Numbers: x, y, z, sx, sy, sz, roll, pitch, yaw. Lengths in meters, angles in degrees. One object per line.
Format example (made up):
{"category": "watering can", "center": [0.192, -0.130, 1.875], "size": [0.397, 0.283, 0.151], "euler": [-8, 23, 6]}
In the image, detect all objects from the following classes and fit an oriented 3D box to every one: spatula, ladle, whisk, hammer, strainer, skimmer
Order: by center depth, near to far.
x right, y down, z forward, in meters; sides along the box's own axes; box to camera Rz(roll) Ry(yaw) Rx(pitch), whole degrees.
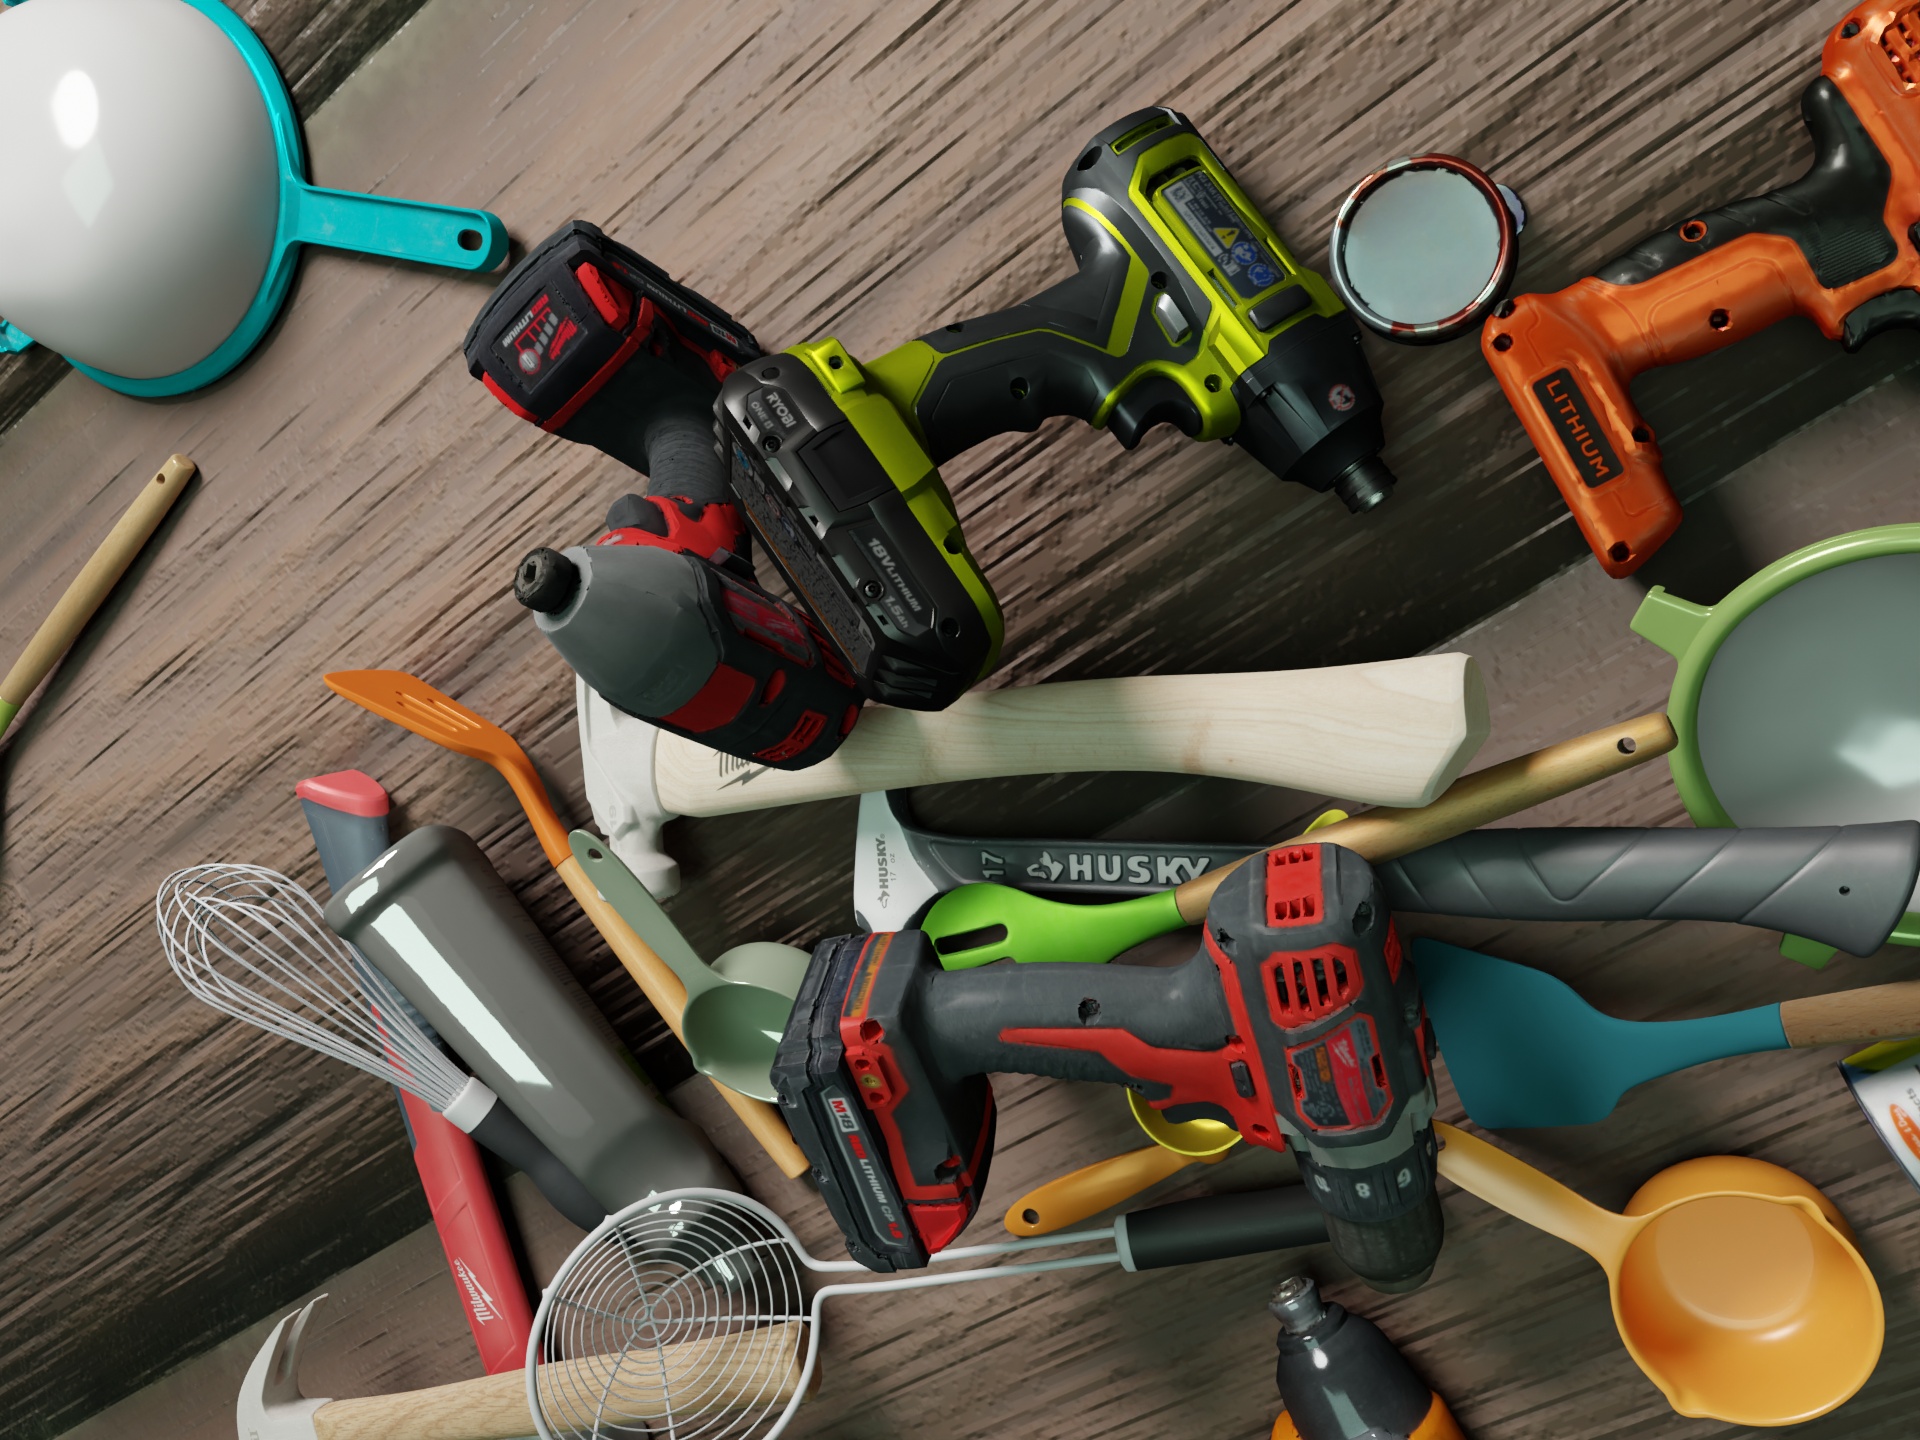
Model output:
{"category": "strainer", "center": [0.358, -0.018, 0.494], "size": [0.256, 0.069, 0.151], "euler": [-21, 104, 39]}
{"category": "spatula", "center": [0.305, 0.092, 0.533], "size": [0.317, 0.044, 0.082], "euler": [-17, 95, 34]}
{"category": "hammer", "center": [0.130, 0.053, 0.608], "size": [0.409, 0.036, 0.149], "euler": [-2, 94, 31]}
{"category": "hammer", "center": [-0.001, -0.002, 0.637], "size": [0.411, 0.038, 0.146], "euler": [-5, 90, 34]}
{"category": "skimmer", "center": [0.006, 0.235, 0.648], "size": [0.363, 0.090, 0.127], "euler": [-12, 94, 11]}
{"category": "whisk", "center": [-0.260, 0.164, 0.761], "size": [0.284, 0.070, 0.070], "euler": [42, 112, -14]}
{"category": "spatula", "center": [-0.180, 0.091, 0.762], "size": [0.041, 0.081, 0.322], "euler": [-38, 88, 8]}
{"category": "strainer", "center": [-0.382, -0.256, 0.769], "size": [0.340, 0.095, 0.211], "euler": [14, 102, 21]}
{"category": "hammer", "center": [-0.219, 0.330, 0.774], "size": [0.331, 0.031, 0.130], "euler": [-17, 90, 19]}
{"category": "hammer", "center": [-0.281, 0.216, 0.824], "size": [0.143, 0.038, 0.386], "euler": [-17, 91, 25]}
{"category": "ladle", "center": [-0.523, -0.030, 0.879], "size": [0.320, 0.062, 0.078], "euler": [-44, 81, 18]}

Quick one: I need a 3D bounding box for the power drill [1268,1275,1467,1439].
{"category": "power drill", "center": [0.108, 0.340, 0.664], "size": [0.226, 0.084, 0.164], "euler": [-32, 84, 18]}

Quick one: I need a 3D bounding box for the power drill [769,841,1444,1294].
{"category": "power drill", "center": [0.064, 0.146, 0.592], "size": [0.227, 0.080, 0.187], "euler": [-11, 117, 17]}

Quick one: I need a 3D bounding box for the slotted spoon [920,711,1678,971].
{"category": "slotted spoon", "center": [0.105, 0.059, 0.589], "size": [0.314, 0.031, 0.070], "euler": [-24, 84, 28]}

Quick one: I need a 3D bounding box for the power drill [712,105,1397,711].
{"category": "power drill", "center": [0.039, -0.107, 0.579], "size": [0.223, 0.080, 0.171], "euler": [-33, 81, -15]}

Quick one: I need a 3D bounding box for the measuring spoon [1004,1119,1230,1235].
{"category": "measuring spoon", "center": [0.066, 0.203, 0.696], "size": [0.117, 0.011, 0.021], "euler": [-30, 86, 23]}

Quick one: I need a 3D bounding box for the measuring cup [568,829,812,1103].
{"category": "measuring cup", "center": [-0.111, 0.101, 0.708], "size": [0.083, 0.038, 0.167], "euler": [-26, 112, 31]}

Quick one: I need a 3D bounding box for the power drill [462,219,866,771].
{"category": "power drill", "center": [-0.122, -0.088, 0.623], "size": [0.078, 0.143, 0.220], "euler": [-39, 51, 23]}

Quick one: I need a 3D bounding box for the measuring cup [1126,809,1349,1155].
{"category": "measuring cup", "center": [0.123, 0.107, 0.658], "size": [0.062, 0.029, 0.156], "euler": [30, 95, 24]}

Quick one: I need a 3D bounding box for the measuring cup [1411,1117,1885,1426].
{"category": "measuring cup", "center": [0.251, 0.188, 0.600], "size": [0.174, 0.052, 0.095], "euler": [26, 106, 19]}
